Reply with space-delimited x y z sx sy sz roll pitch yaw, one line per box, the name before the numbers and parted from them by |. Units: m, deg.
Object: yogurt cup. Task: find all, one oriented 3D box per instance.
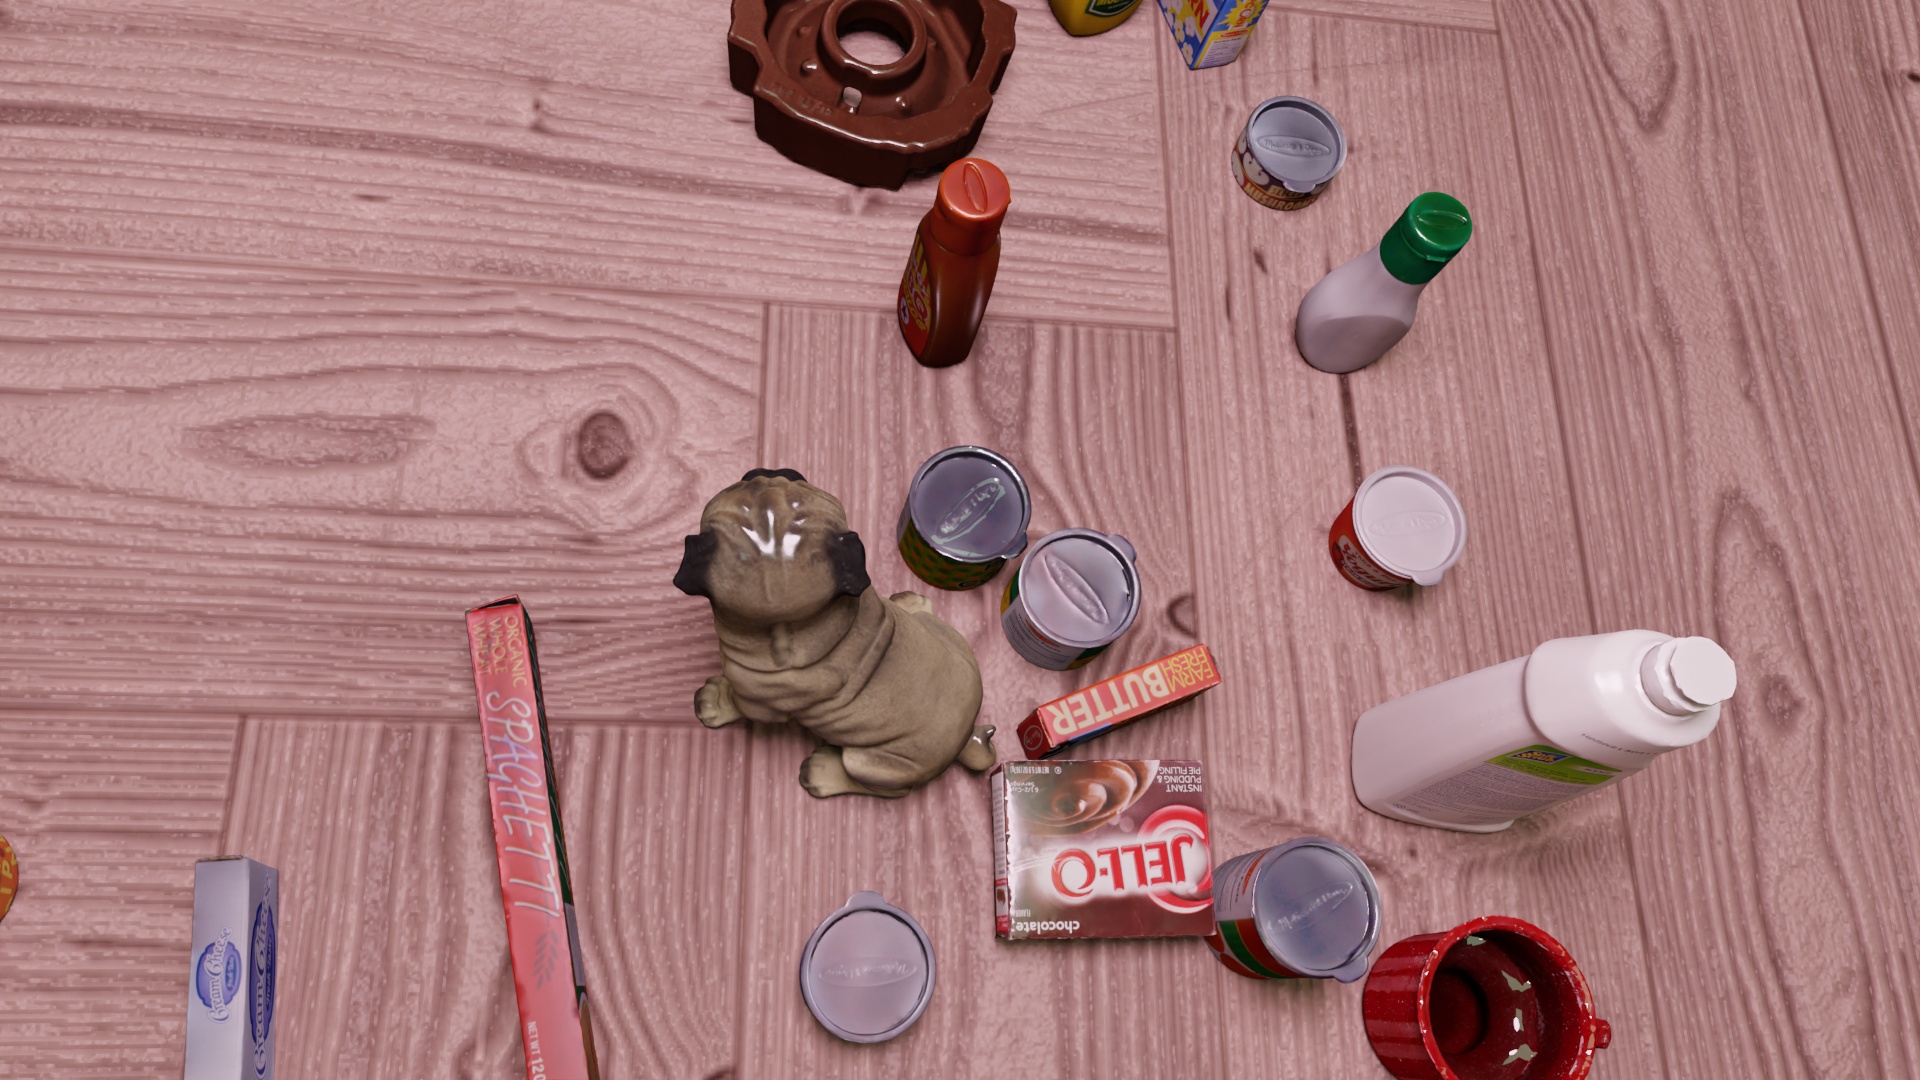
yogurt cup | 0.249 -0.003 0.804 0.072 0.053 0.072 3 71 -9

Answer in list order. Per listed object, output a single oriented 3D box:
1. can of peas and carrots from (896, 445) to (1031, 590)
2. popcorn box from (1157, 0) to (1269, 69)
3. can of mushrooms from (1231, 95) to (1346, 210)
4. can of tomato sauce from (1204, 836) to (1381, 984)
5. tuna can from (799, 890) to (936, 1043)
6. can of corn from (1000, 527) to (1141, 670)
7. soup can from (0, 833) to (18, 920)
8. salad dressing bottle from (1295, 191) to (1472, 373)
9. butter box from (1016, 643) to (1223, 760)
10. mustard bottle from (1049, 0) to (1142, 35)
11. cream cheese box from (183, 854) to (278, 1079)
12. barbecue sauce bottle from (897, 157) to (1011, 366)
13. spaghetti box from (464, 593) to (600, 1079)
can of peas and carrots | 0.003 -0.010 0.759 0.071 0.058 0.071 3 71 -9
popcorn box | 0.154 -0.384 0.899 0.038 0.085 0.127 -17 75 -15
can of mushrooms | 0.210 -0.246 0.890 0.071 0.033 0.071 3 71 -9
can of tomato sauce | 0.167 0.191 0.708 0.071 0.082 0.071 3 71 -9
tuna can | -0.047 0.211 0.689 0.071 0.032 0.071 3 71 -9
can of corn | 0.060 0.032 0.756 0.071 0.058 0.071 3 71 -9
soup can | -0.468 0.146 0.610 0.071 0.083 0.071 3 71 -9
salad dressing bottle | 0.243 -0.146 0.801 0.064 0.147 0.044 6 71 -8
butter box | 0.084 0.087 0.744 0.104 0.053 0.024 -19 76 -15
mustard bottle | 0.098 -0.377 0.847 0.065 0.159 0.049 -25 78 -17
cream cheese box | -0.331 0.199 0.633 0.024 0.053 0.104 -3 72 -11
barbecue sauce bottle | -0.004 -0.153 0.759 0.044 0.148 0.065 -10 74 -13
spaghetti box | -0.207 0.152 0.672 0.029 0.050 0.250 -10 74 -13
